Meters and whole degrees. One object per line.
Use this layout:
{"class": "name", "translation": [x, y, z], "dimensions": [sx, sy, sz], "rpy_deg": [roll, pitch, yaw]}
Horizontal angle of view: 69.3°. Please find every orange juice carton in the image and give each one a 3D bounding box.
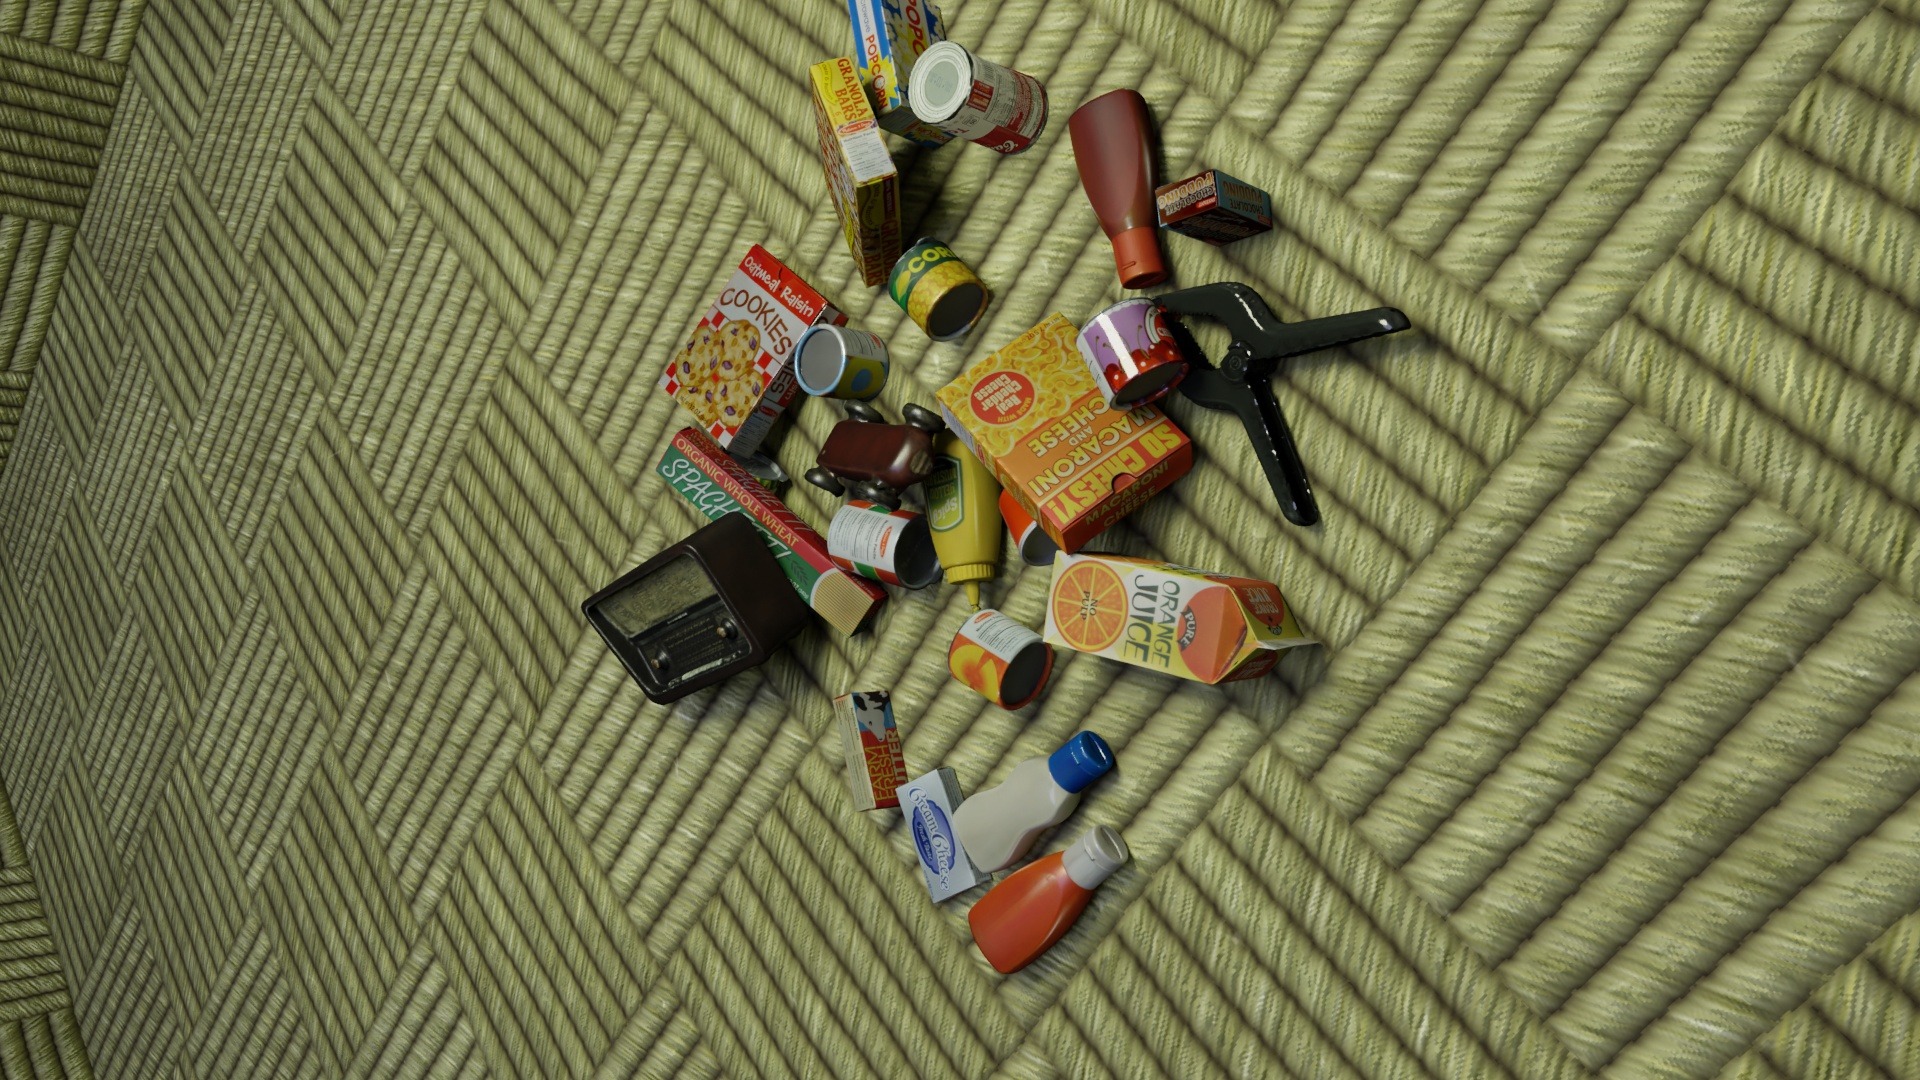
{"class": "orange juice carton", "translation": [0.160, 0.057, 1.015], "dimensions": [0.193, 0.072, 0.073], "rpy_deg": [12, 96, 40]}

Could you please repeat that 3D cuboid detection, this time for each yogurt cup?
{"class": "yogurt cup", "translation": [0.066, -0.021, 1.104], "dimensions": [0.072, 0.072, 0.054], "rpy_deg": [-51, 51, 26]}

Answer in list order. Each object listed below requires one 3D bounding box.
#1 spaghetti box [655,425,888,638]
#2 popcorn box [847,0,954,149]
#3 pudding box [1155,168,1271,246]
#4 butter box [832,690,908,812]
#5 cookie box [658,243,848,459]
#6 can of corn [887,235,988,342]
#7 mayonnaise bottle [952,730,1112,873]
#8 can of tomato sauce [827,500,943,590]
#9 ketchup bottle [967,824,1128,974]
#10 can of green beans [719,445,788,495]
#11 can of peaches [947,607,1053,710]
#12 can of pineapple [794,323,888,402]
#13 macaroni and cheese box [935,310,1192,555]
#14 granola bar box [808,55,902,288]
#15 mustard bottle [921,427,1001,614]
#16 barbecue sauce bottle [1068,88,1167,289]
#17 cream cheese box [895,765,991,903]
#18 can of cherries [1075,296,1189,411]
{"class": "spaghetti box", "translation": [-0.176, -0.009, 1.271], "dimensions": [0.250, 0.029, 0.050], "rpy_deg": [40, 114, 11]}
{"class": "popcorn box", "translation": [-0.048, -0.413, 1.201], "dimensions": [0.038, 0.085, 0.127], "rpy_deg": [-19, 76, 36]}
{"class": "pudding box", "translation": [0.183, -0.239, 1.003], "dimensions": [0.049, 0.084, 0.030], "rpy_deg": [-11, 82, 39]}
{"class": "butter box", "translation": [-0.077, 0.185, 1.218], "dimensions": [0.024, 0.053, 0.103], "rpy_deg": [-22, 75, 34]}
{"class": "cookie box", "translation": [-0.199, -0.181, 1.320], "dimensions": [0.123, 0.040, 0.167], "rpy_deg": [41, 99, 32]}
{"class": "can of corn", "translation": [-0.018, -0.213, 1.178], "dimensions": [0.058, 0.071, 0.071], "rpy_deg": [49, 118, 29]}
{"class": "mayonnaise bottle", "translation": [0.059, 0.206, 1.113], "dimensions": [0.147, 0.041, 0.065], "rpy_deg": [-43, 64, 29]}
{"class": "can of tomato sauce", "translation": [-0.063, 0.004, 1.209], "dimensions": [0.083, 0.071, 0.071], "rpy_deg": [13, 96, 40]}
{"class": "ketchup bottle", "translation": [0.070, 0.280, 1.097], "dimensions": [0.148, 0.043, 0.065], "rpy_deg": [-47, 62, 28]}
{"class": "can of green beans", "translation": [-0.210, -0.052, 1.331], "dimensions": [0.071, 0.071, 0.057], "rpy_deg": [41, 114, 33]}
{"class": "can of peaches", "translation": [0.033, 0.098, 1.124], "dimensions": [0.058, 0.071, 0.071], "rpy_deg": [28, 106, 37]}
{"class": "can of pineapple", "translation": [-0.109, -0.159, 1.257], "dimensions": [0.071, 0.058, 0.071], "rpy_deg": [-2, 87, 40]}
{"class": "macaroni and cheese box", "translation": [0.078, -0.086, 1.068], "dimensions": [0.124, 0.040, 0.167], "rpy_deg": [-35, 60, -10]}
{"class": "granola bar box", "translation": [-0.088, -0.311, 1.190], "dimensions": [0.039, 0.165, 0.124], "rpy_deg": [-18, 72, -7]}
{"class": "mustard bottle", "translation": [0.004, -0.015, 1.162], "dimensions": [0.065, 0.049, 0.160], "rpy_deg": [-16, 78, 44]}
{"class": "barbecue sauce bottle", "translation": [0.127, -0.270, 1.077], "dimensions": [0.064, 0.044, 0.148], "rpy_deg": [-19, 77, 38]}
{"class": "cream cheese box", "translation": [-0.015, 0.250, 1.182], "dimensions": [0.053, 0.024, 0.104], "rpy_deg": [-33, 68, 32]}
{"class": "can of cherries", "translation": [0.129, -0.137, 1.021], "dimensions": [0.071, 0.071, 0.058], "rpy_deg": [-38, 67, 32]}
